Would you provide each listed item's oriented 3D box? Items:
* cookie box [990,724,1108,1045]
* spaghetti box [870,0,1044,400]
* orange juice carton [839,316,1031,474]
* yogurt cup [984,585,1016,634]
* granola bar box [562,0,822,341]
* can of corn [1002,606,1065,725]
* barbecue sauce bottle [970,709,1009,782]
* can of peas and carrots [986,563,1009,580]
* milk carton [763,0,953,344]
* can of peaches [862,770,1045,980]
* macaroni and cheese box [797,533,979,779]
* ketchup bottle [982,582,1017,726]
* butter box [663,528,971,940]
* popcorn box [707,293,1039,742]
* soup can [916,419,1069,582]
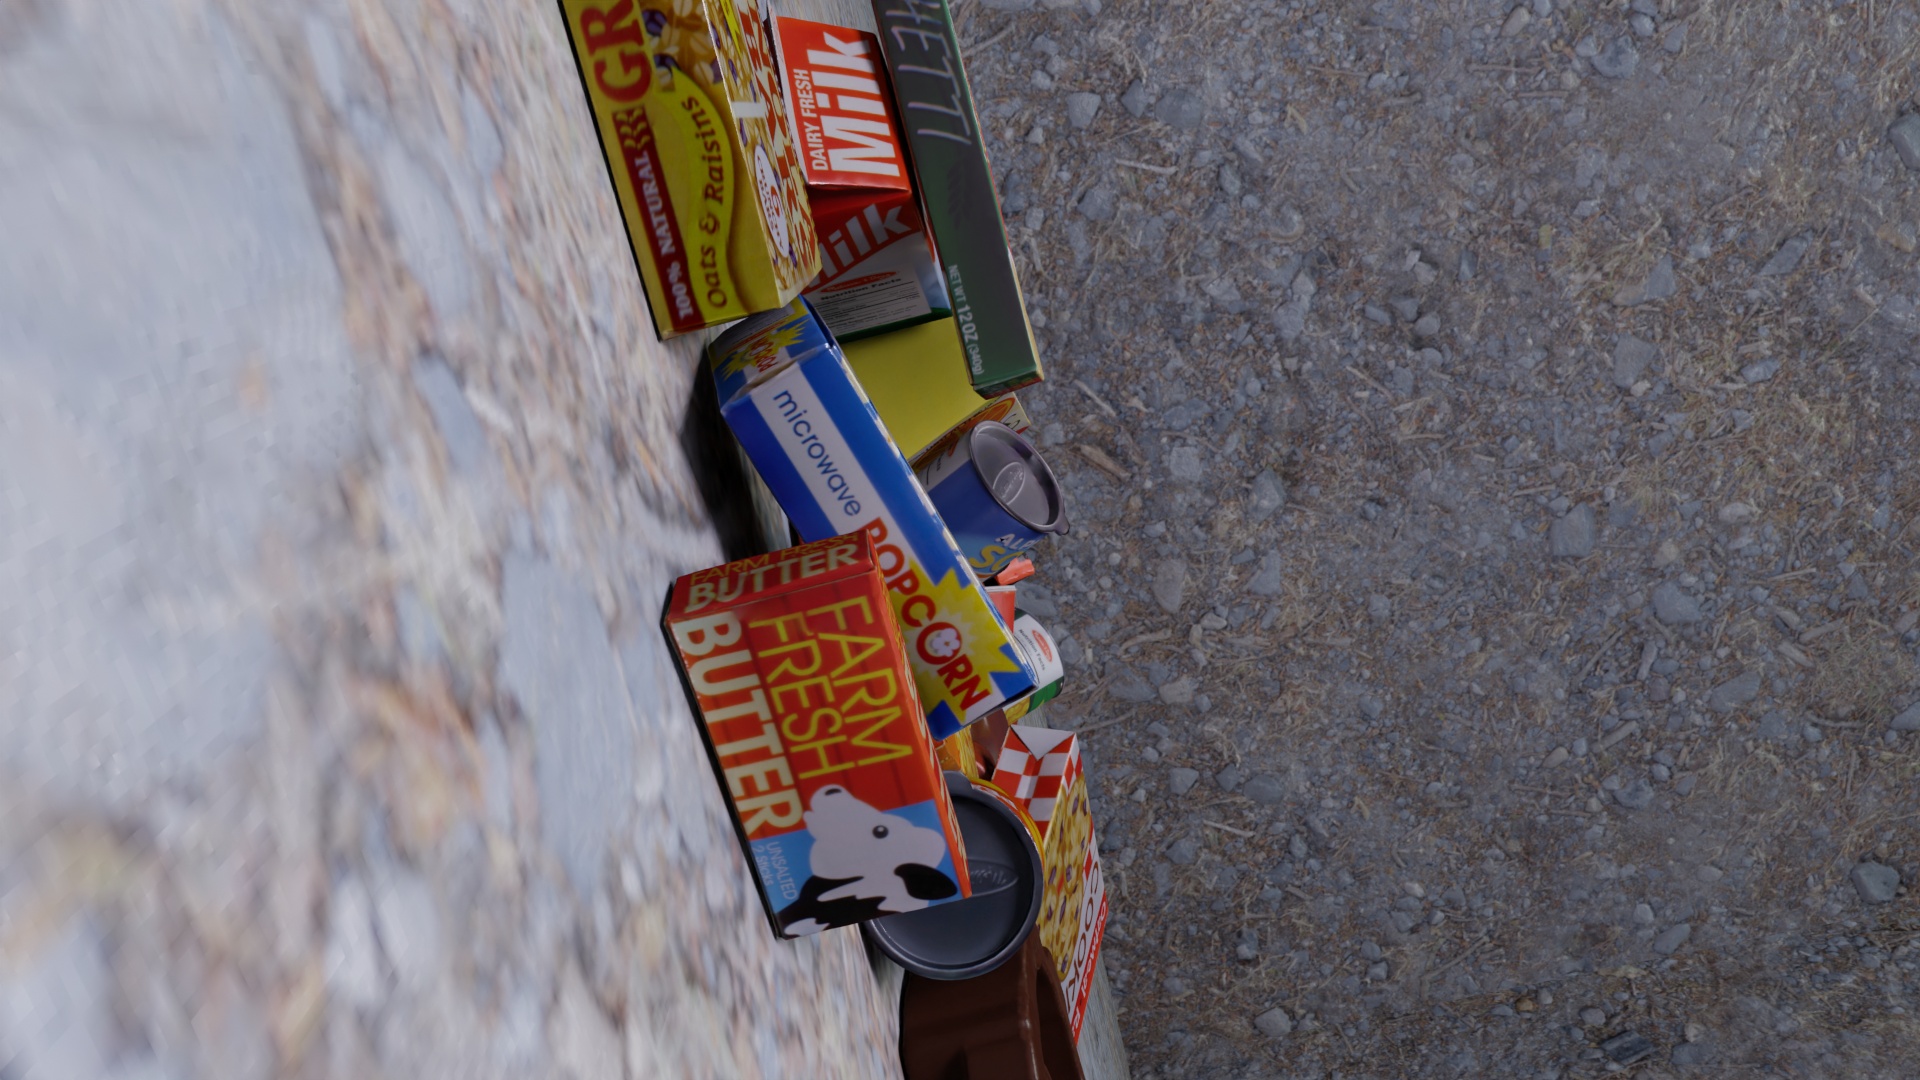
[{"bbox_3d":[0.038,0.197,0.719,0.123,0.040,0.166,-68,154,-43],"label":"cookie box"},{"bbox_3d":[-0.011,-0.181,0.552,0.050,0.029,0.250,-13,89,-84],"label":"spaghetti box"},{"bbox_3d":[-0.012,-0.080,0.787,0.073,0.072,0.192,55,4,7],"label":"orange juice carton"},{"bbox_3d":[0.001,0.055,0.821,0.072,0.072,0.054,35,50,-85],"label":"yogurt cup"},{"bbox_3d":[-0.084,-0.154,0.422,0.124,0.039,0.165,-92,168,-73],"label":"granola bar box"},{"bbox_3d":[0.023,0.086,0.892,0.071,0.058,0.070,35,-41,38],"label":"can of corn"},{"bbox_3d":[0.004,0.121,0.776,0.148,0.044,0.065,-46,122,-85],"label":"barbecue sauce bottle"},{"bbox_3d":[-0.005,-0.006,0.895,0.070,0.071,0.059,68,9,-69],"label":"can of peas and carrots"},{"bbox_3d":[-0.054,-0.150,0.593,0.190,0.073,0.072,56,20,-79],"label":"milk carton"},{"bbox_3d":[-0.002,0.118,0.507,0.058,0.071,0.071,56,21,-82],"label":"can of peaches"},{"bbox_3d":[-0.029,0.041,0.584,0.166,0.040,0.124,68,10,-70],"label":"macaroni and cheese box"},{"bbox_3d":[0.003,0.062,0.958,0.065,0.043,0.148,-100,177,-82],"label":"ketchup bottle"},{"bbox_3d":[-0.034,0.052,0.356,0.024,0.053,0.103,-100,176,-66],"label":"butter box"},{"bbox_3d":[-0.029,-0.010,0.433,0.126,0.038,0.085,59,-2,-23],"label":"popcorn box"},{"bbox_3d":[0.003,-0.009,0.709,0.071,0.083,0.072,34,35,-28],"label":"soup can"}]
